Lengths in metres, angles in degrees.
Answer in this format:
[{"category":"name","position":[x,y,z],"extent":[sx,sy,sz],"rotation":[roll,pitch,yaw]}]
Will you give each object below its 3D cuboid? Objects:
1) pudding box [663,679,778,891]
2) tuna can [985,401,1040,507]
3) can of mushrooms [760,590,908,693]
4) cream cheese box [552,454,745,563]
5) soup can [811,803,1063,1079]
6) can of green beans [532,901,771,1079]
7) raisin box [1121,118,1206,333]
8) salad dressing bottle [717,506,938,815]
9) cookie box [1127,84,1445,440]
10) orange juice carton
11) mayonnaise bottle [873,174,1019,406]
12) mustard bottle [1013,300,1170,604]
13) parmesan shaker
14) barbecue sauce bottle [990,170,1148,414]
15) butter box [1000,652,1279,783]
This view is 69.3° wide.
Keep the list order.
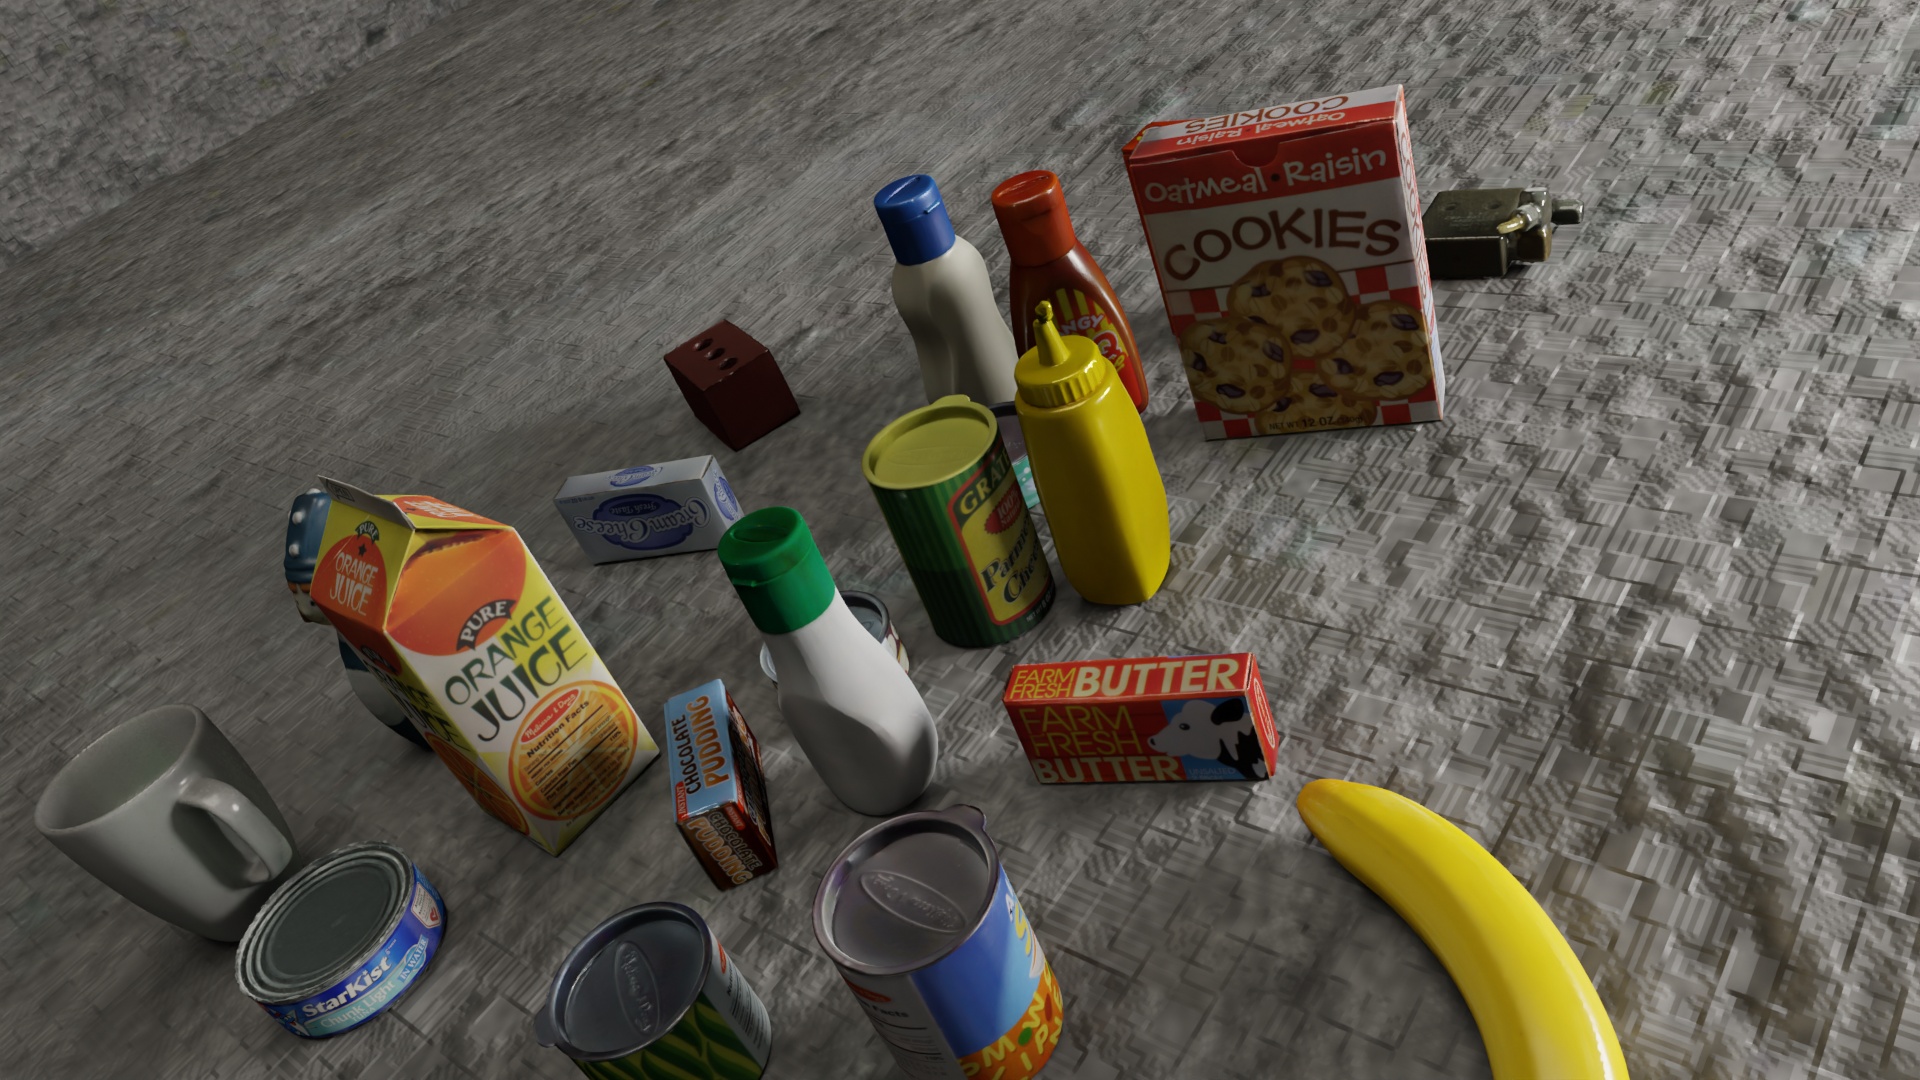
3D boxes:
[{"category":"pudding box","position":[-0.109,0.108,0.623],"extent":[0.030,0.049,0.084],"rotation":[-23,35,0]},{"category":"tuna can","position":[0.021,-0.043,0.764],"extent":[0.071,0.032,0.071],"rotation":[-15,36,11]},{"category":"can of mushrooms","position":[-0.062,0.057,0.678],"extent":[0.071,0.033,0.071],"rotation":[-15,36,11]},{"category":"cream cheese box","position":[-0.183,-0.017,0.823],"extent":[0.104,0.053,0.024],"rotation":[-7,38,20]},{"category":"soup can","position":[-0.004,0.146,0.489],"extent":[0.071,0.083,0.072],"rotation":[-15,36,11]},{"category":"can of green beans","position":[-0.112,0.181,0.524],"extent":[0.071,0.057,0.071],"rotation":[-15,36,11]},{"category":"raisin box","position":[0.150,-0.176,0.790],"extent":[0.086,0.123,0.040],"rotation":[10,47,37]},{"category":"salad dressing bottle","position":[-0.055,0.052,0.583],"extent":[0.064,0.147,0.044],"rotation":[4,43,33]},{"category":"cookie box","position":[0.164,-0.130,0.684],"extent":[0.123,0.166,0.040],"rotation":[-3,40,25]},{"category":"orange juice carton","position":[-0.224,0.049,0.639],"extent":[0.072,0.191,0.073],"rotation":[15,50,41]},{"category":"mayonnaise bottle","position":[-0.008,-0.138,0.804],"extent":[0.041,0.147,0.065],"rotation":[16,51,42]},{"category":"mustard bottle","position":[0.057,-0.043,0.636],"extent":[0.049,0.159,0.066],"rotation":[-4,39,24]},{"category":"parmesan shaker","position":[0.002,-0.008,0.669],"extent":[0.071,0.102,0.072],"rotation":[-15,36,11]},{"category":"barbecue sauce bottle","position":[0.055,-0.127,0.755],"extent":[0.065,0.148,0.044],"rotation":[-21,35,3]},{"category":"butter box","position":[0.073,0.074,0.568],"extent":[0.103,0.053,0.024],"rotation":[-5,39,23]}]
